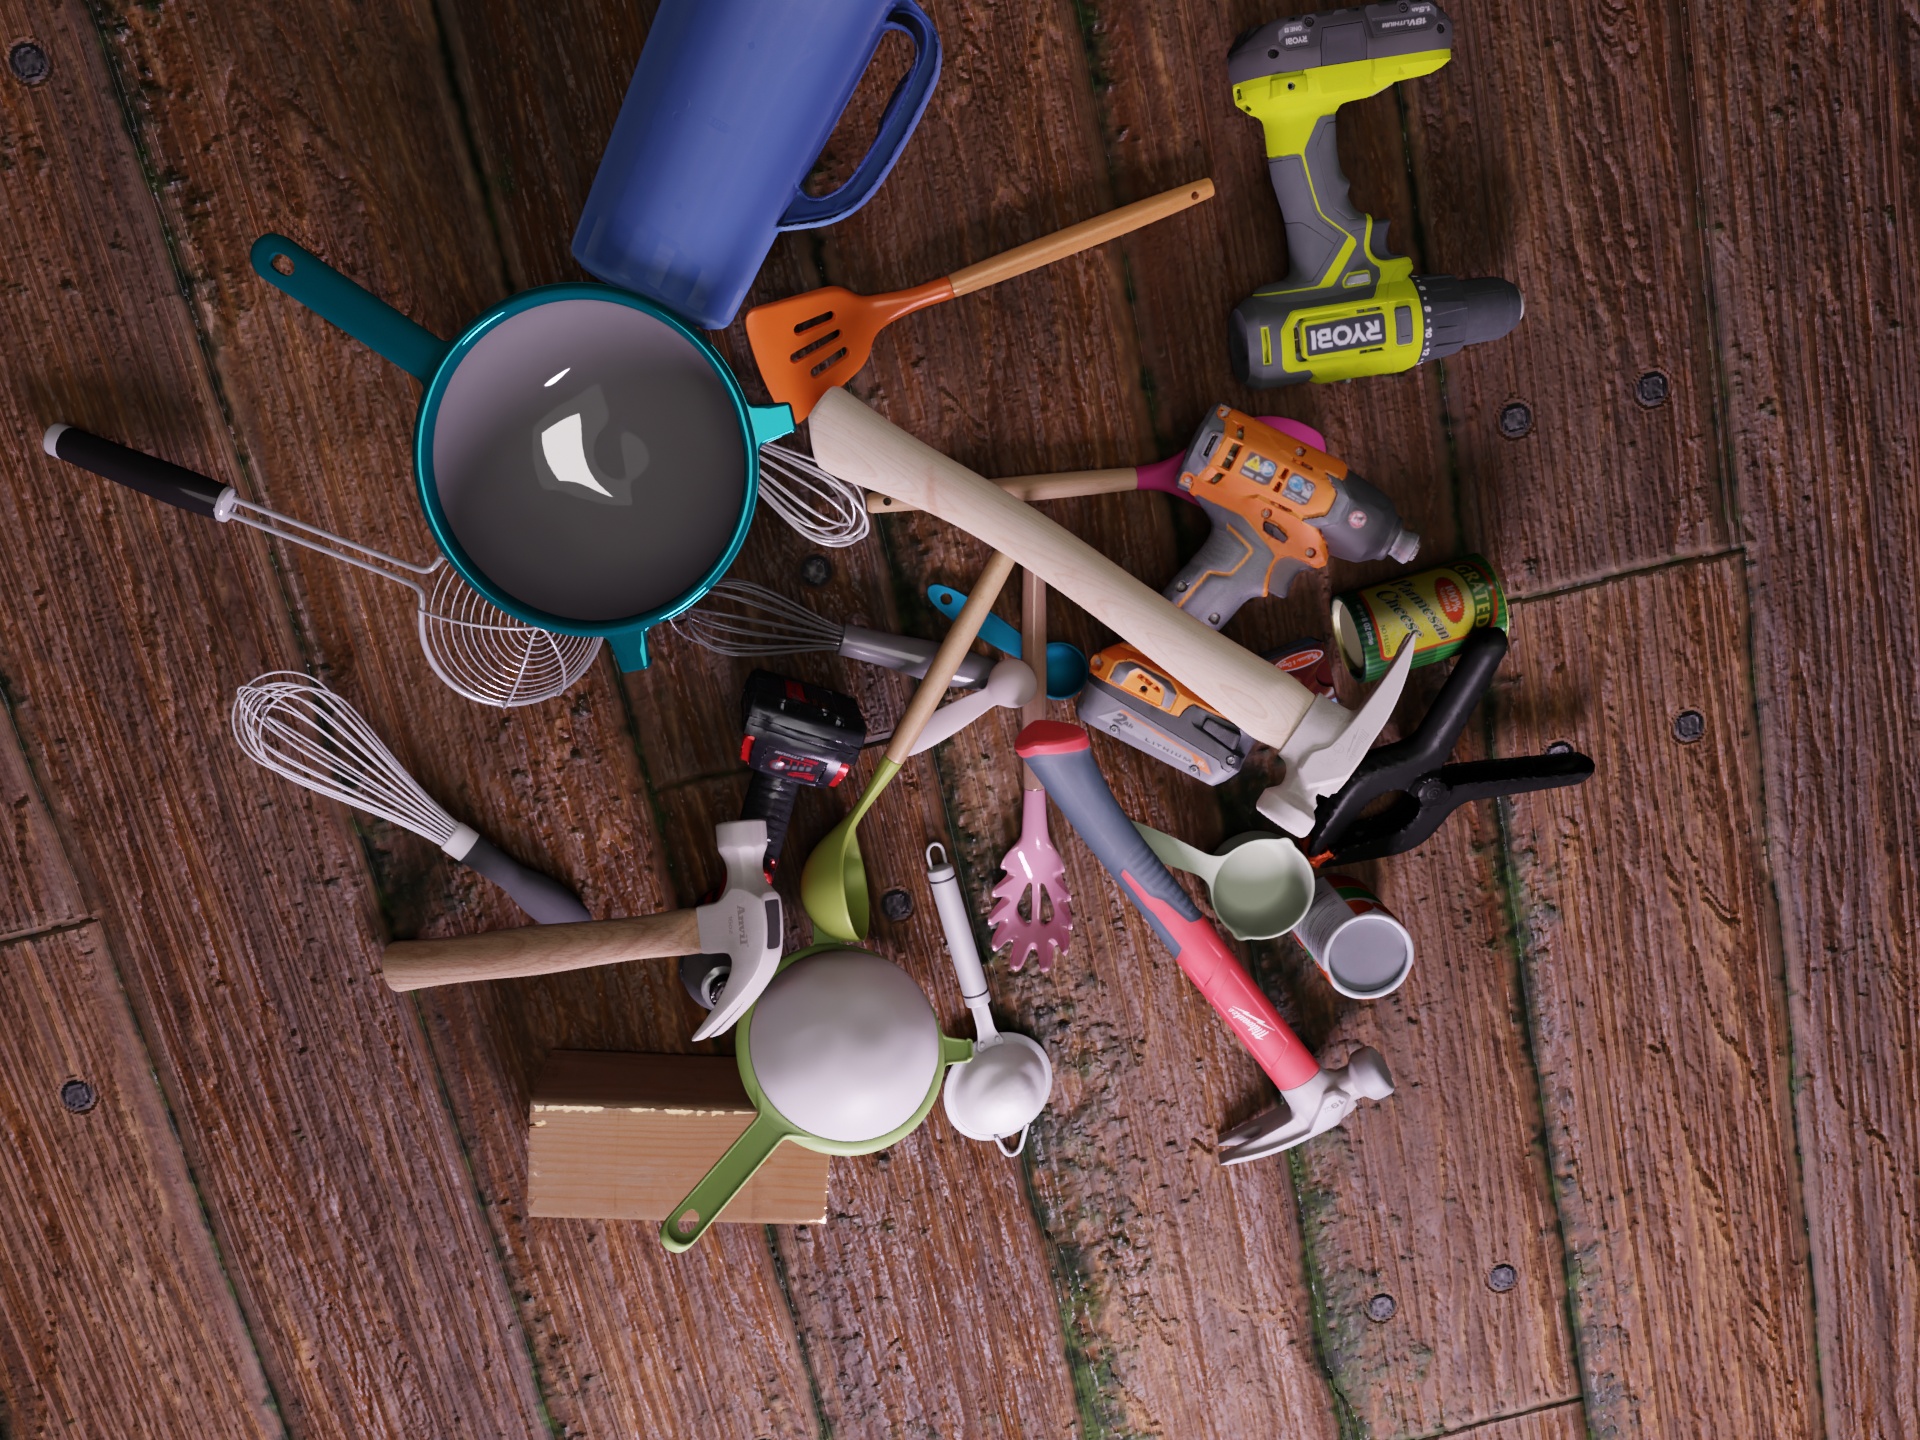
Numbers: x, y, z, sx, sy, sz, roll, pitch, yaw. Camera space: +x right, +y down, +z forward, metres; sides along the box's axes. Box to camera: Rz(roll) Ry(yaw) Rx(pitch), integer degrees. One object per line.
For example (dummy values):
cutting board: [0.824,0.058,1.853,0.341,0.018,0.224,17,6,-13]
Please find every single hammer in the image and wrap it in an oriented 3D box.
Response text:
hammer: [0.086,-0.098,1.011,0.410,0.038,0.146,34,94,4]
hammer: [0.148,0.159,1.126,0.143,0.038,0.386,-32,110,19]
hammer: [-0.256,0.150,1.043,0.331,0.031,0.130,-11,83,29]

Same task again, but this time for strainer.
strainer: [-0.276,-0.197,0.992,0.340,0.095,0.211,33,101,-2]
strainer: [-0.104,0.246,1.057,0.151,0.069,0.256,42,54,4]
strainer: [0.013,0.210,1.159,0.087,0.050,0.258,-19,101,-16]

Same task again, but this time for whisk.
whisk: [-0.081,-0.053,1.088,0.239,0.055,0.055,13,102,-12]
whisk: [-0.165,-0.192,1.050,0.246,0.059,0.058,34,61,-7]
whisk: [-0.368,0.064,1.085,0.284,0.070,0.070,38,97,-16]

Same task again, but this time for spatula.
spatula: [0.018,-0.290,1.042,0.322,0.041,0.081,-22,120,-1]

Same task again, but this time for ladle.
ladle: [-0.022,0.009,1.077,0.062,0.078,0.320,29,104,-1]

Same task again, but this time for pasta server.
pasta server: [0.051,0.024,1.106,0.060,0.040,0.316,2,108,10]

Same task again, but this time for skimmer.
skimmer: [-0.415,-0.117,1.051,0.363,0.090,0.127,21,92,1]

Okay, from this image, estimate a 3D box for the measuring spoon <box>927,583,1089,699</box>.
measuring spoon: [0.033,-0.061,1.112,0.128,0.021,0.042,33,110,-2]

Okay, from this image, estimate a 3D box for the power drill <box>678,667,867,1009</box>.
power drill: [-0.134,0.086,1.065,0.078,0.143,0.219,17,99,-11]

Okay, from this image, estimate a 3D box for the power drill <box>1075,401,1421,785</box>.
power drill: [0.190,-0.075,1.056,0.164,0.084,0.226,27,99,6]

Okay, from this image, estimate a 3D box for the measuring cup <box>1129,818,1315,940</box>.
measuring cup: [0.174,0.100,1.148,0.167,0.038,0.083,23,100,-8]

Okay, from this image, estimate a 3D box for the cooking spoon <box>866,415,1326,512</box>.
cooking spoon: [0.094,-0.164,1.089,0.319,0.017,0.068,-6,105,-4]

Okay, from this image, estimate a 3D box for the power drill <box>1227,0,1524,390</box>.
power drill: [0.266,-0.338,1.035,0.190,0.080,0.228,-10,106,-2]

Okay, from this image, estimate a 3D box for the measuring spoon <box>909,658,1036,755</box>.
measuring spoon: [-0.002,-0.003,1.095,0.124,0.018,0.034,-30,92,26]
